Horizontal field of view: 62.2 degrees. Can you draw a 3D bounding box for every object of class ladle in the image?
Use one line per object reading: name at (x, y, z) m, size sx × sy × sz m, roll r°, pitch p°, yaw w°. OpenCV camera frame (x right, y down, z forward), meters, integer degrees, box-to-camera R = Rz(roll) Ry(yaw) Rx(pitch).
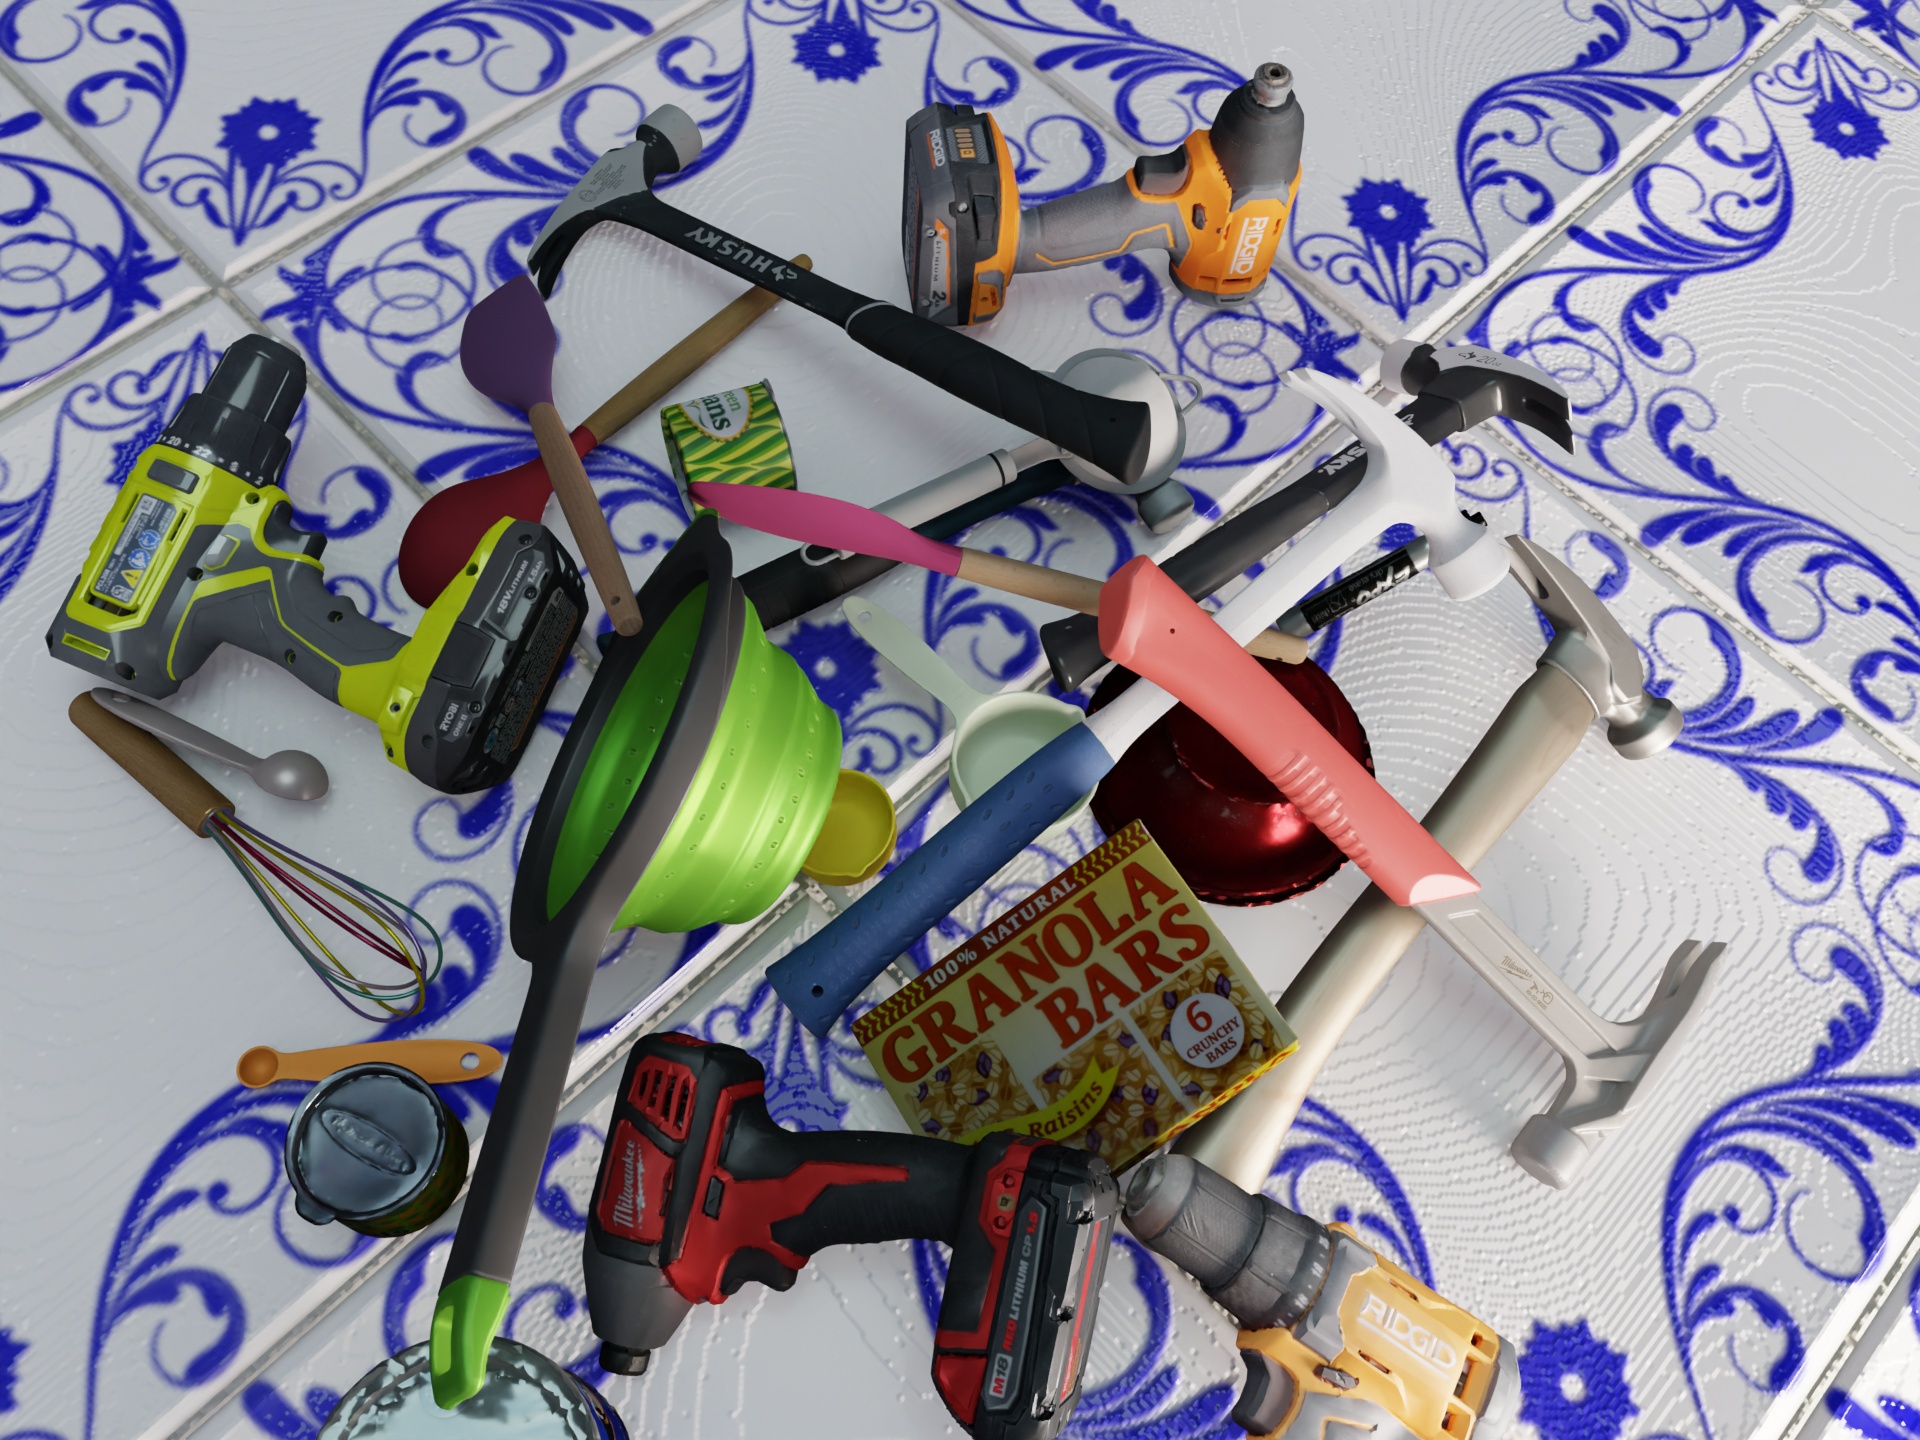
ladle at (-0.190, -0.174, 0.897) m, size 0.069 × 0.031 × 0.315 m, roll 38°, pitch 65°, yaw 11°

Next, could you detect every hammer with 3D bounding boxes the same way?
hammer at (0.070, -0.001, 0.760) m, size 0.405 × 0.035 × 0.144 m, roll -40°, pitch 101°, yaw -2°
hammer at (0.181, -0.112, 0.866) m, size 0.335 × 0.035 × 0.146 m, roll -33°, pitch 35°, yaw -17°
hammer at (-0.039, -0.098, 0.870) m, size 0.331 × 0.033 × 0.128 m, roll -27°, pitch 71°, yaw -18°
hammer at (0.209, 0.086, 0.784) m, size 0.146 × 0.038 × 0.411 m, roll 47°, pitch 69°, yaw -11°
hammer at (-0.068, -0.227, 0.884) m, size 0.409 × 0.036 × 0.149 m, roll 31°, pitch 67°, yaw 23°
hammer at (0.205, 0.050, 0.745) m, size 0.359 × 0.037 × 0.149 m, roll 44°, pitch 75°, yaw -9°

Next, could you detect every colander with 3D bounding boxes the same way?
colander at (-0.124, 0.089, 0.668) m, size 0.094 × 0.204 × 0.397 m, roll 26°, pitch 46°, yaw -22°

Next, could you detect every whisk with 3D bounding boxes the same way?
whisk at (-0.339, 0.057, 0.758) m, size 0.245 × 0.047 × 0.051 m, roll 36°, pitch 67°, yaw 15°

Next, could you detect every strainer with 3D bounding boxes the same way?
strainer at (0.030, -0.139, 0.860) m, size 0.258 × 0.050 × 0.087 m, roll -27°, pitch 86°, yaw -14°

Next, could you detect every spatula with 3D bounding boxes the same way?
spatula at (-0.214, -0.145, 0.828) m, size 0.060 × 0.018 × 0.316 m, roll -35°, pitch 49°, yaw 4°

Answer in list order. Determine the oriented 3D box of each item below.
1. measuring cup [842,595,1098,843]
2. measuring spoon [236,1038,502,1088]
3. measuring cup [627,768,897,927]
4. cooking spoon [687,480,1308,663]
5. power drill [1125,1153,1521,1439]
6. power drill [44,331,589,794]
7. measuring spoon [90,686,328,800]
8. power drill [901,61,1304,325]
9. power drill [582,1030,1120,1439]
measuring cup at (-0.001, -0.003, 0.825) m, size 0.168 × 0.038 × 0.083 m, roll 42°, pitch 67°, yaw 14°
measuring spoon at (-0.272, 0.160, 0.735) m, size 0.117 × 0.011 × 0.021 m, roll 0°, pitch 63°, yaw -10°
measuring cup at (-0.105, 0.073, 0.790) m, size 0.156 × 0.029 × 0.062 m, roll -22°, pitch 65°, yaw -3°
cooking spoon at (0.023, -0.071, 0.780) m, size 0.318 × 0.069 × 0.017 m, roll 13°, pitch 81°, yaw -11°
power drill at (0.114, 0.308, 0.649) m, size 0.185 × 0.084 × 0.226 m, roll 35°, pitch 62°, yaw -4°
power drill at (-0.309, -0.077, 0.790) m, size 0.228 × 0.080 × 0.190 m, roll 22°, pitch 79°, yaw 5°
measuring spoon at (-0.366, 0.006, 0.777) m, size 0.124 × 0.034 × 0.018 m, roll 24°, pitch 108°, yaw -1°
power drill at (0.084, -0.304, 0.913) m, size 0.226 × 0.164 × 0.084 m, roll -6°, pitch 66°, yaw -7°
power drill at (-0.054, 0.222, 0.666) m, size 0.220 × 0.078 × 0.143 m, roll 10°, pitch 80°, yaw 17°
